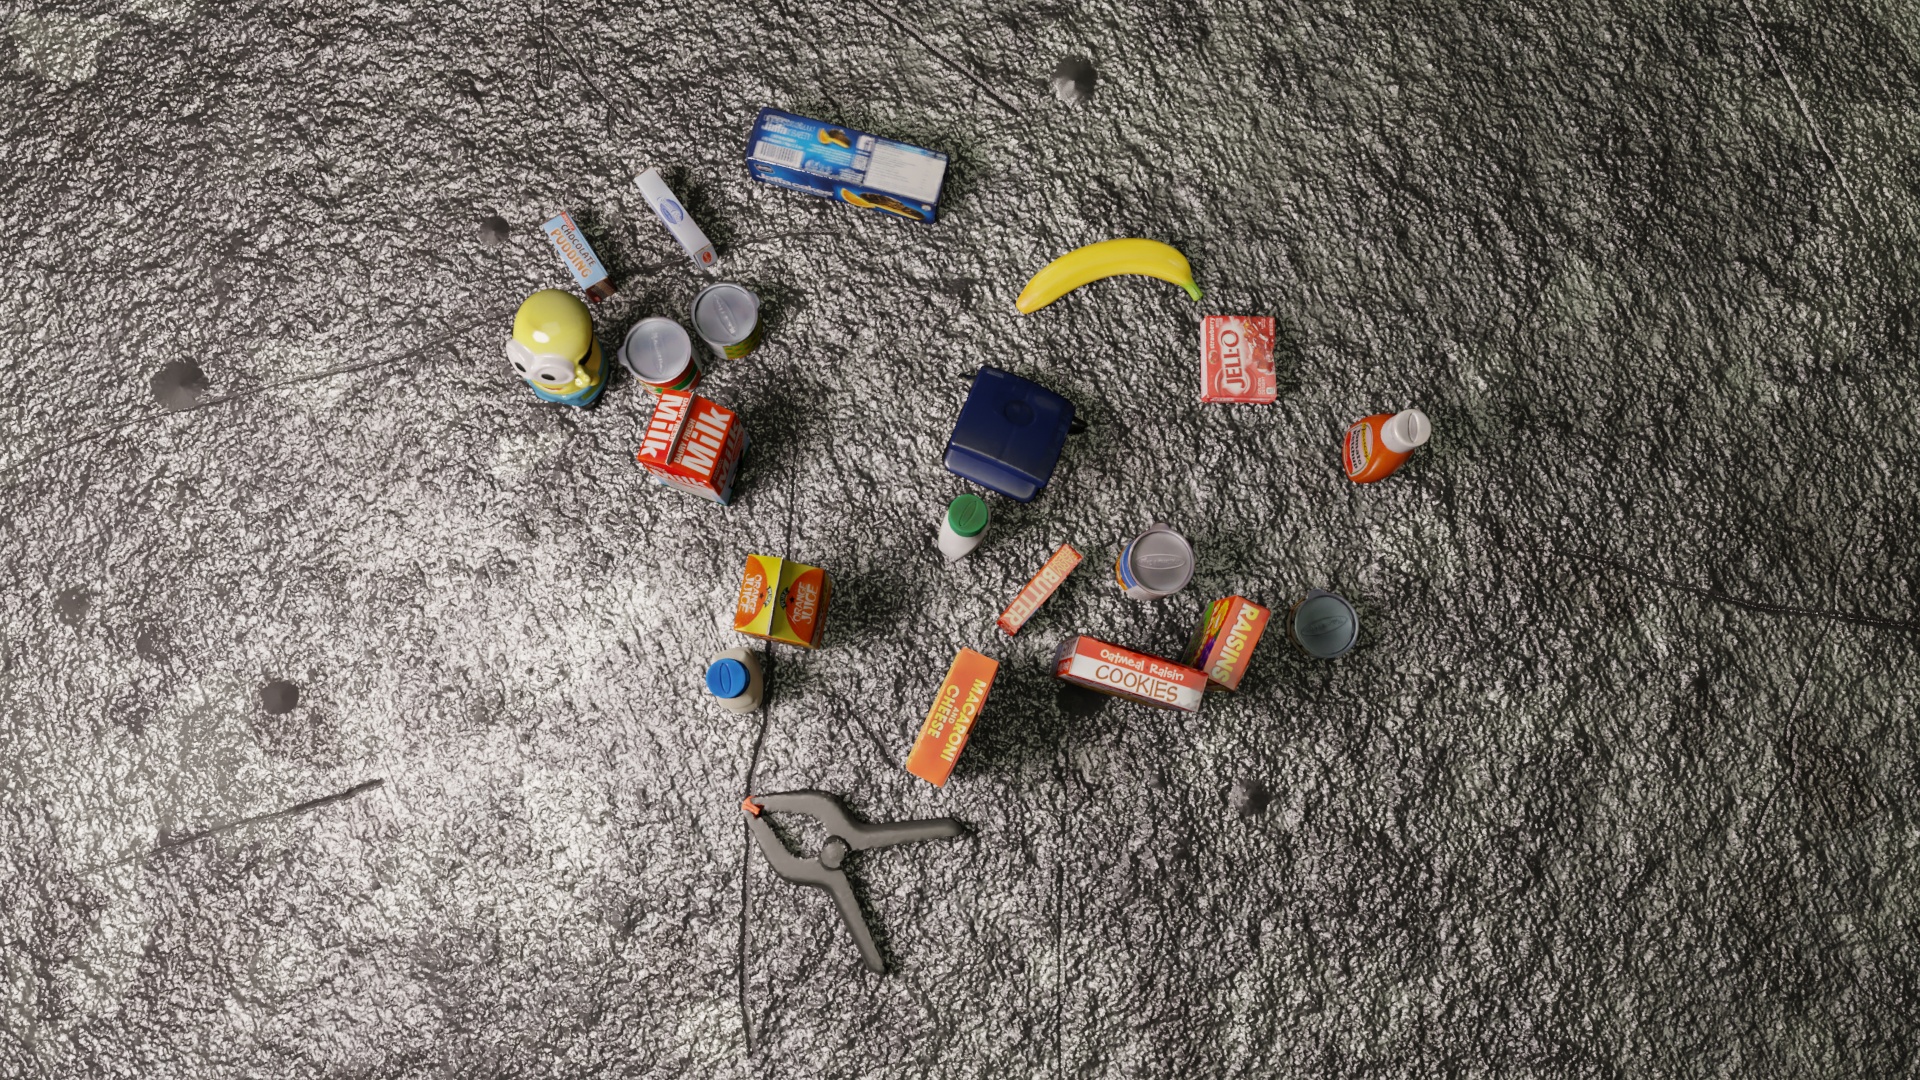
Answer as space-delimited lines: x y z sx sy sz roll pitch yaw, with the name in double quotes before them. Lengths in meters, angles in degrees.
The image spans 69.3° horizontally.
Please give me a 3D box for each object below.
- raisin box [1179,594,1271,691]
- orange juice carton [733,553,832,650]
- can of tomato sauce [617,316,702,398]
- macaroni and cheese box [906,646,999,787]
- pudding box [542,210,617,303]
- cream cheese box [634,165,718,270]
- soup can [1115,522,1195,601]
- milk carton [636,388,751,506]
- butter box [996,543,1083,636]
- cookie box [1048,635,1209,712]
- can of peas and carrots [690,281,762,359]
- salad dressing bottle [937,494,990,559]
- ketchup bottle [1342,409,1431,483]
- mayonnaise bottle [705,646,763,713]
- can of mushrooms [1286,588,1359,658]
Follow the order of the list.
"raisin box" 0.254 0.102 1.352 0.040 0.123 0.086 27 83 1
"orange juice carton" -0.165 0.059 1.302 0.073 0.192 0.072 11 83 -1
"can of tomato sauce" -0.297 -0.179 1.382 0.071 0.083 0.071 0 83 -3
"macaroni and cheese box" -0.008 0.165 1.309 0.040 0.166 0.124 25 83 1
"pudding box" -0.385 -0.287 1.408 0.030 0.049 0.084 -33 85 -6
"cream cheese box" -0.290 -0.328 1.416 0.024 0.053 0.104 -37 86 -6
"soup can" 0.192 0.022 1.379 0.071 0.083 0.071 0 83 -3
"milk carton" -0.252 -0.089 1.318 0.073 0.190 0.072 19 83 0
"butter box" 0.078 0.049 1.385 0.024 0.053 0.103 42 83 3
"cookie box" 0.156 0.127 1.321 0.123 0.167 0.040 16 83 -1
"can of peas and carrots" -0.233 -0.223 1.403 0.071 0.058 0.071 0 83 -3
"salad dressing bottle" 0.005 -0.017 1.343 0.044 0.147 0.064 31 83 1
"ketchup bottle" 0.421 -0.098 1.372 0.043 0.148 0.065 0 83 -3
"mayonnaise bottle" -0.213 0.131 1.313 0.041 0.148 0.065 -9 84 -3
"can of mushrooms" 0.365 0.084 1.404 0.071 0.033 0.071 0 83 -3
